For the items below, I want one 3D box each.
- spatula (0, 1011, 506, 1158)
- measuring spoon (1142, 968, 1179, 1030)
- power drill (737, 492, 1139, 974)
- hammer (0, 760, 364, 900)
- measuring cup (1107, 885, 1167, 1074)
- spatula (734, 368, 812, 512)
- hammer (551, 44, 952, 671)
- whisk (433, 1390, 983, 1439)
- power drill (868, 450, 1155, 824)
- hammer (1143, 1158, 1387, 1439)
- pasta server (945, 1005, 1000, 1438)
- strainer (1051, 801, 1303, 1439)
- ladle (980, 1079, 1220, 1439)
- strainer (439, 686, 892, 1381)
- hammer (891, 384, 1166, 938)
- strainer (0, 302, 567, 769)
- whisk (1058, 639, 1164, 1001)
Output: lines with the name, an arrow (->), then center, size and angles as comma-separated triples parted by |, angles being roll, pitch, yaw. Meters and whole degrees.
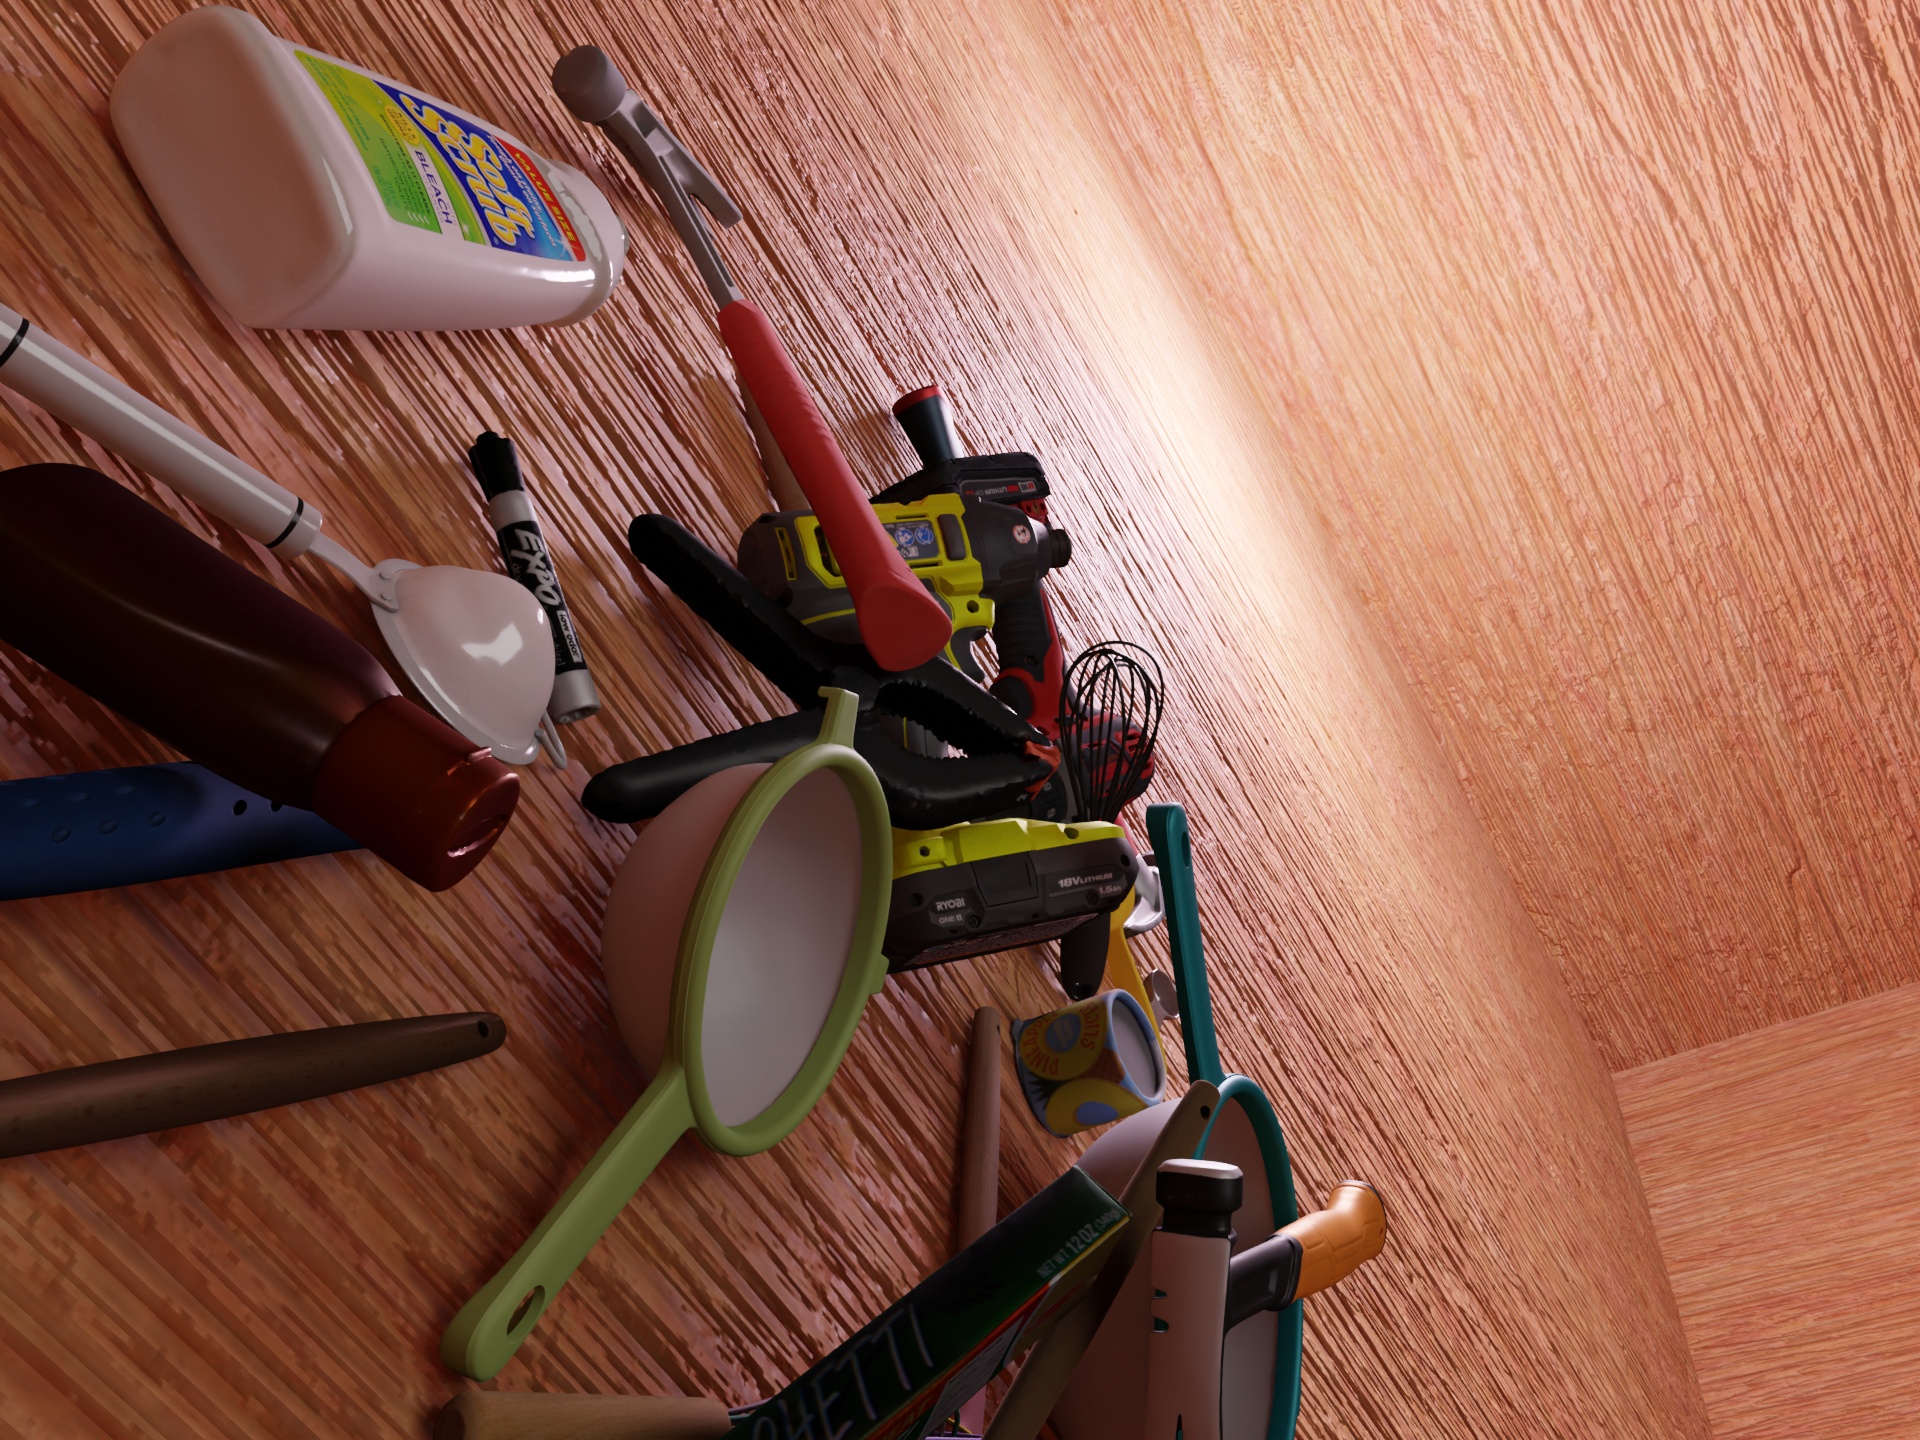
spatula -> -0.214, 0.091, 0.364 | 0.317, 0.044, 0.082 | 12, 55, -69
measuring spoon -> 0.112, 0.196, 1.000 | 0.034, 0.018, 0.124 | 58, 29, -5
power drill -> -0.001, -0.002, 0.772 | 0.171, 0.080, 0.223 | -8, 73, -23
hammer -> -0.226, 0.033, 0.318 | 0.144, 0.035, 0.405 | 33, 12, 14
measuring cup -> 0.088, 0.149, 0.947 | 0.029, 0.062, 0.156 | -23, 95, -49
spatula -> -0.062, -0.050, 0.841 | 0.059, 0.018, 0.316 | -12, 74, -36
hammer -> -0.091, -0.168, 0.765 | 0.359, 0.036, 0.149 | 61, 10, 27
whisk -> -0.071, 0.234, 0.522 | 0.244, 0.051, 0.047 | 31, 18, -48
power drill -> 0.017, -0.034, 0.920 | 0.188, 0.080, 0.227 | -18, 85, -52
hammer -> 0.146, 0.251, 0.709 | 0.336, 0.034, 0.127 | 24, 69, -63
pasta server -> 0.013, 0.245, 0.691 | 0.316, 0.040, 0.060 | -85, 159, -53
strainer -> 0.082, 0.209, 0.737 | 0.211, 0.095, 0.340 | -15, 98, -65
ladle -> 0.028, 0.244, 0.553 | 0.078, 0.062, 0.320 | 54, 49, -15
strainer -> -0.107, 0.106, 0.544 | 0.256, 0.069, 0.151 | -52, 147, -46
hammer -> 0.042, -0.040, 1.049 | 0.386, 0.038, 0.143 | 66, 24, 0
strainer -> -0.206, -0.058, 0.511 | 0.258, 0.050, 0.087 | 39, 18, -42
whisk -> 0.077, 0.063, 0.877 | 0.055, 0.055, 0.238 | -75, 170, -58
